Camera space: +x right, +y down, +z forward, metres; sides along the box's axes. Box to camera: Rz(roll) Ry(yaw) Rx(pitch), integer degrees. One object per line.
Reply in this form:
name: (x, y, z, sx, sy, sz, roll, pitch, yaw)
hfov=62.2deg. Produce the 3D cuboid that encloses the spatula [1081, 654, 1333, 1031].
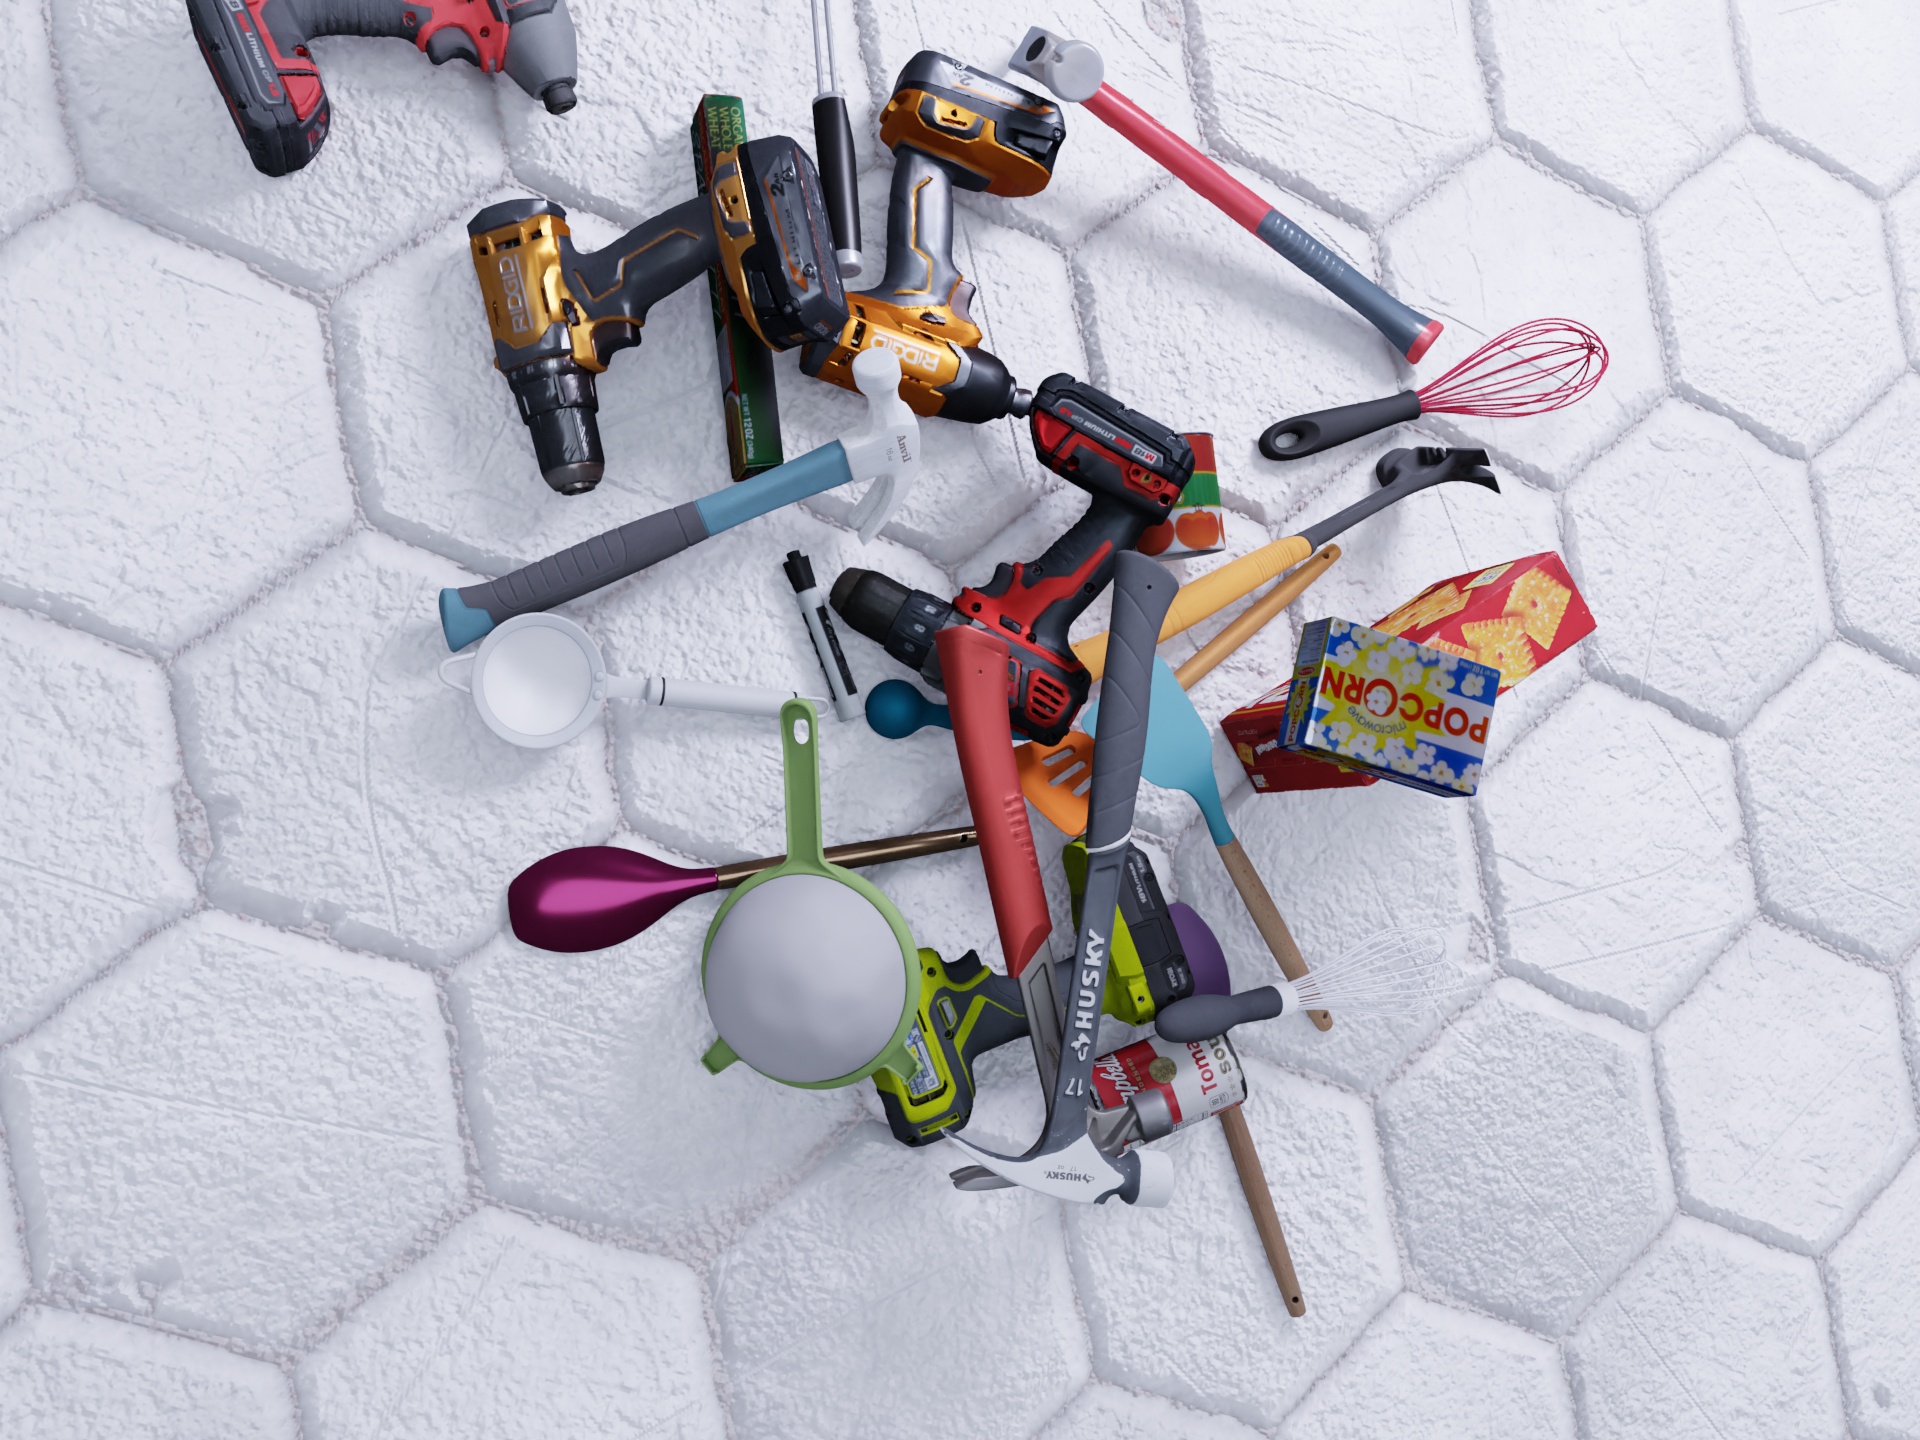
spatula: (0.192, 0.102, 1.132, 0.082, 0.044, 0.317, -41, 114, -24)

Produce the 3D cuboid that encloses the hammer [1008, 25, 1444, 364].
hammer: (0.202, -0.377, 1.161, 0.386, 0.143, 0.038, 28, 108, -24)

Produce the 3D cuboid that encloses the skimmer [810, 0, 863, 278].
skimmer: (-0.110, -0.470, 1.035, 0.090, 0.127, 0.363, 11, 70, -57)

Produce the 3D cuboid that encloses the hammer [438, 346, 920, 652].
hammer: (-0.180, -0.125, 1.023, 0.331, 0.128, 0.033, -24, 50, -7)

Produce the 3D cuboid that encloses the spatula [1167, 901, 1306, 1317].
spatula: (0.198, 0.284, 1.155, 0.060, 0.018, 0.316, -19, 92, -6)

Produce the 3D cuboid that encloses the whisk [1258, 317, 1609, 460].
whisk: (0.362, -0.247, 1.214, 0.296, 0.073, 0.073, -17, 92, -10)

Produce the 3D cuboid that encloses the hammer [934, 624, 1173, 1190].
hammer: (0.028, 0.117, 1.027, 0.149, 0.037, 0.359, -13, 92, -9)

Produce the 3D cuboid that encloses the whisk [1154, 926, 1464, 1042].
whisk: (0.249, 0.191, 1.117, 0.284, 0.070, 0.070, -5, 89, -33)

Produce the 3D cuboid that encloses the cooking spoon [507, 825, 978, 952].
cooking spoon: (-0.138, 0.101, 1.063, 0.319, 0.017, 0.069, -8, 91, -16)

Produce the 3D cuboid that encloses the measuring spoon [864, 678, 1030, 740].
measuring spoon: (-0.002, -0.003, 1.093, 0.128, 0.021, 0.042, 8, 79, -3)

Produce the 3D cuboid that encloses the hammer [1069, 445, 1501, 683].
hammer: (0.221, -0.111, 1.140, 0.337, 0.127, 0.034, -29, 107, -10)

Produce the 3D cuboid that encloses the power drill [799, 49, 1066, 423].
power drill: (-0.003, -0.320, 1.095, 0.164, 0.084, 0.226, 17, 87, -16)

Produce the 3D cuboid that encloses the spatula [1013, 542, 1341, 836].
spatula: (0.165, -0.035, 1.149, 0.322, 0.041, 0.081, -39, 74, -17)

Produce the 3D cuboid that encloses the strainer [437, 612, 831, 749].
strainer: (-0.208, -0.019, 1.038, 0.258, 0.050, 0.087, 6, 92, -22)

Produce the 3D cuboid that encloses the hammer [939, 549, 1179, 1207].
hammer: (0.085, 0.096, 1.002, 0.149, 0.036, 0.409, 9, 86, -13)

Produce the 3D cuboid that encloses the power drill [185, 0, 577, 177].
power drill: (-0.353, -0.428, 0.998, 0.219, 0.078, 0.143, -26, 95, -19)

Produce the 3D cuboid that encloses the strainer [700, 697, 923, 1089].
strainer: (-0.106, 0.115, 1.003, 0.151, 0.069, 0.256, 0, 95, 15)

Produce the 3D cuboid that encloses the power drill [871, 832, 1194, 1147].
power drill: (0.030, 0.166, 1.081, 0.223, 0.080, 0.171, -21, 92, -13)

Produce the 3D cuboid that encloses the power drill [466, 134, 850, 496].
power drill: (-0.189, -0.253, 1.001, 0.226, 0.084, 0.185, -12, 90, 11)

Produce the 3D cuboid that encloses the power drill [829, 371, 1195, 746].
power drill: (0.036, -0.118, 1.073, 0.188, 0.080, 0.226, 29, 92, 4)
